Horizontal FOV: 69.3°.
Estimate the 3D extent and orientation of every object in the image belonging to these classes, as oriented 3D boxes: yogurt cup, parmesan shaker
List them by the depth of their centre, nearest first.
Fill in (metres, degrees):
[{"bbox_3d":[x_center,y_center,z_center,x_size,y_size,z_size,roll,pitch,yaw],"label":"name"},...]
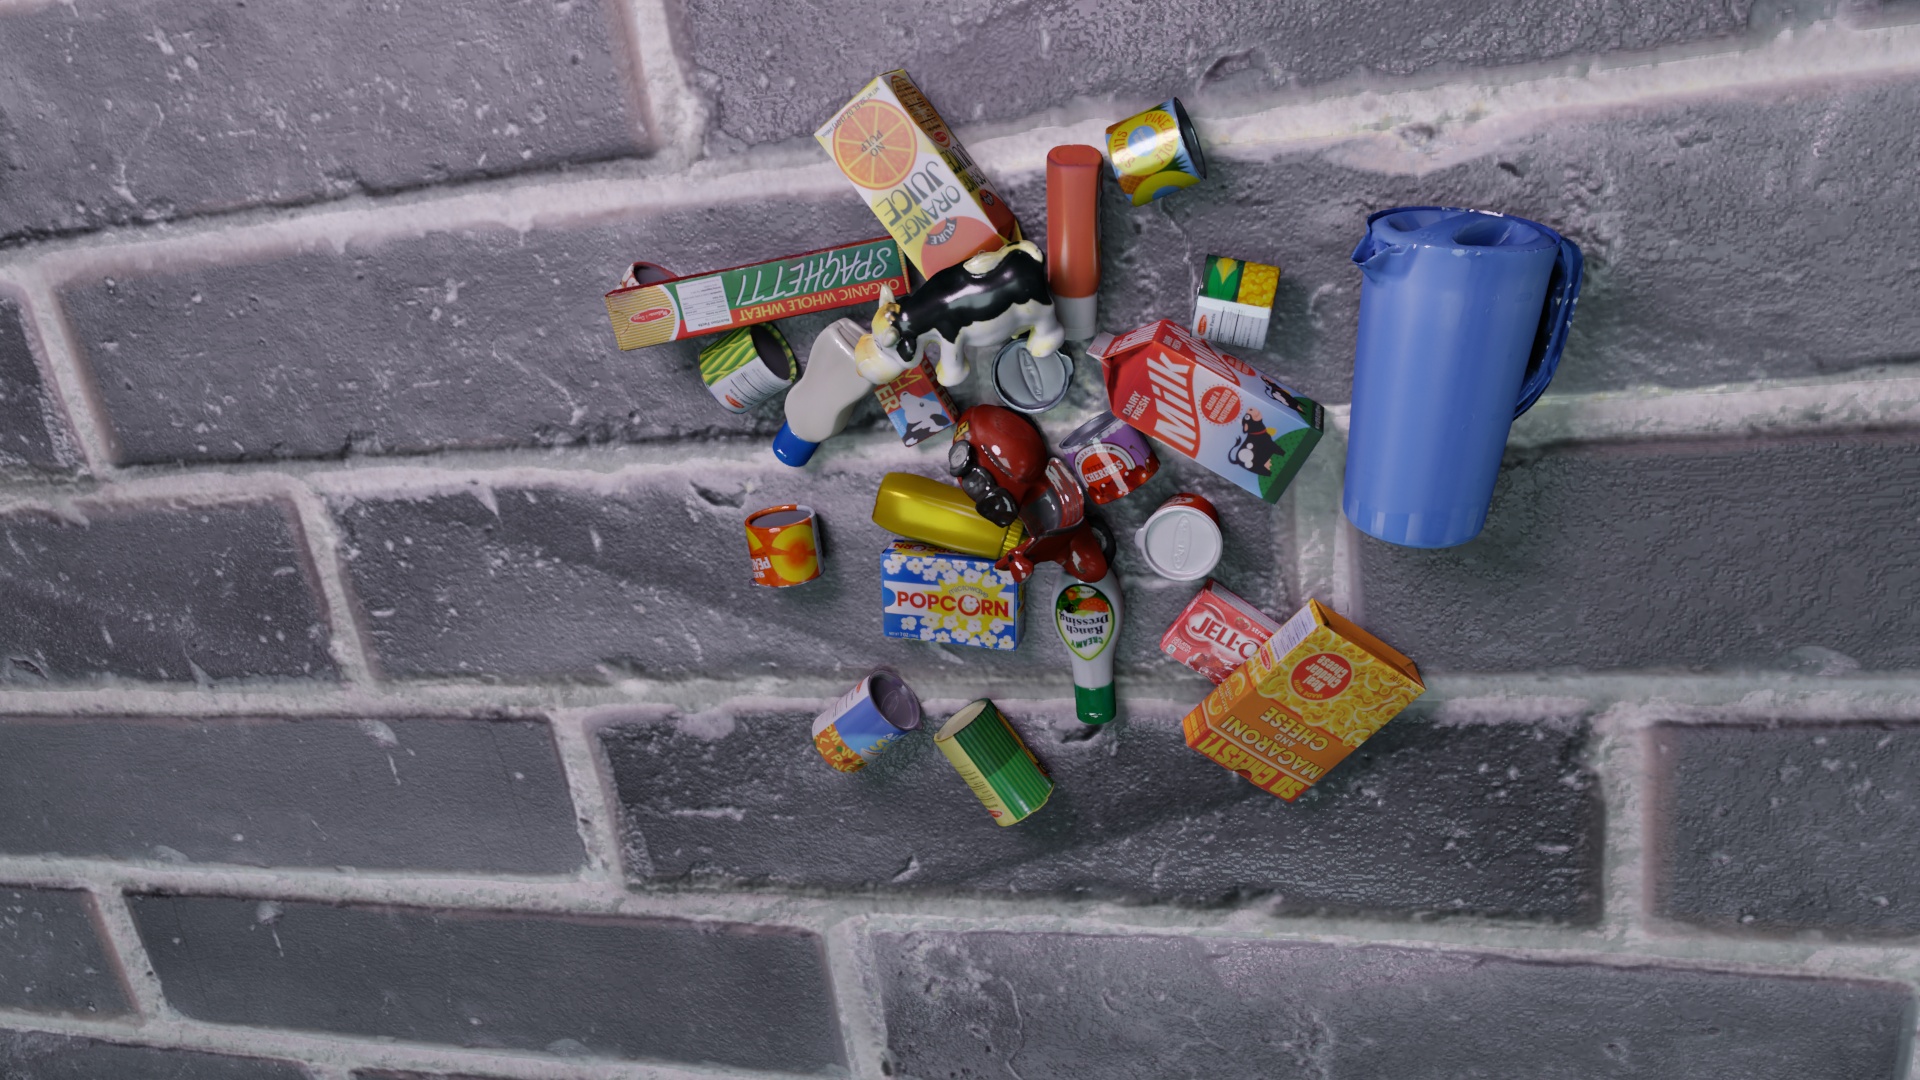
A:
[{"bbox_3d":[0.189,-0.006,1.172,0.072,0.054,0.072,6,114,13],"label":"yogurt cup"},{"bbox_3d":[0.033,0.205,1.295,0.071,0.071,0.103,-32,100,25],"label":"parmesan shaker"}]

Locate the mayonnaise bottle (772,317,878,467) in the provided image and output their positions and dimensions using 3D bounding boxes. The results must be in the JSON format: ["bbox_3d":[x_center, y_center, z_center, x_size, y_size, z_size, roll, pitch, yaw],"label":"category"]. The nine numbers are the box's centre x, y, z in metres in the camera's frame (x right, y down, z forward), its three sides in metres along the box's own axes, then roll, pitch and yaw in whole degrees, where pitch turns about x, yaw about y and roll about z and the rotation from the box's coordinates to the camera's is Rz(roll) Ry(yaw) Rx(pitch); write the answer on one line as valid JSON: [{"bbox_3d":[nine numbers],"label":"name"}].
[{"bbox_3d":[-0.118,-0.122,1.200,0.065,0.041,0.147,44,131,4],"label":"mayonnaise bottle"}]

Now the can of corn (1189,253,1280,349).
[{"bbox_3d":[0.215,-0.188,1.084,0.058,0.071,0.070,13,115,10],"label":"can of corn"}]

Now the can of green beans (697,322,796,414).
[{"bbox_3d":[-0.185,-0.152,1.209,0.057,0.071,0.071,-28,102,23],"label":"can of green beans"}]

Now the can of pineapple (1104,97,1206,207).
[{"bbox_3d":[0.148,-0.295,1.055,0.058,0.071,0.071,-19,106,22],"label":"can of pineapple"}]

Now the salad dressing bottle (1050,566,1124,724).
[{"bbox_3d":[0.116,0.092,1.238,0.064,0.044,0.147,-1,112,16],"label":"salad dressing bottle"}]

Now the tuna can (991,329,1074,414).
[{"bbox_3d":[0.064,-0.142,1.162,0.071,0.033,0.070,6,113,13],"label":"tuna can"}]

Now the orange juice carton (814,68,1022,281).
[{"bbox_3d":[-0.022,-0.274,1.109,0.071,0.073,0.192,-34,100,25],"label":"orange juice carton"}]

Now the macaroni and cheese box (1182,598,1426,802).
[{"bbox_3d":[0.292,0.141,1.191,0.123,0.040,0.165,30,118,-20],"label":"macaroni and cheese box"}]

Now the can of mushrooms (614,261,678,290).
[{"bbox_3d":[-0.267,-0.211,1.209,0.071,0.071,0.033,38,117,-2],"label":"can of mushrooms"}]

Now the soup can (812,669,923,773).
[{"bbox_3d":[-0.088,0.175,1.317,0.083,0.072,0.071,-40,97,26],"label":"soup can"}]

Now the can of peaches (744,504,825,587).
[{"bbox_3d":[-0.162,0.005,1.266,0.071,0.071,0.057,0,111,16],"label":"can of peaches"}]

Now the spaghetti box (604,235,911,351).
[{"bbox_3d":[-0.167,-0.207,1.161,0.250,0.029,0.050,-11,110,0],"label":"spaghetti box"}]

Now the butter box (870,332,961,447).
[{"bbox_3d":[-0.048,-0.136,1.200,0.053,0.024,0.103,-25,103,24],"label":"butter box"}]

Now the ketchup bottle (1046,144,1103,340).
[{"bbox_3d":[0.090,-0.234,1.103,0.043,0.065,0.148,-3,121,0],"label":"ketchup bottle"}]

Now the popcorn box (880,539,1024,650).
[{"bbox_3d":[-0.006,0.049,1.258,0.127,0.038,0.084,5,114,13],"label":"popcorn box"}]

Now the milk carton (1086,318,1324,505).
[{"bbox_3d":[0.190,-0.114,1.116,0.191,0.073,0.073,30,117,2],"label":"milk carton"}]

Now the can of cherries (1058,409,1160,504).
[{"bbox_3d":[0.124,-0.070,1.154,0.071,0.072,0.058,-27,103,24],"label":"can of cherries"}]

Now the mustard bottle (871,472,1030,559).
[{"bbox_3d":[0.004,-0.015,1.216,0.160,0.065,0.048,18,110,2],"label":"mustard bottle"}]
